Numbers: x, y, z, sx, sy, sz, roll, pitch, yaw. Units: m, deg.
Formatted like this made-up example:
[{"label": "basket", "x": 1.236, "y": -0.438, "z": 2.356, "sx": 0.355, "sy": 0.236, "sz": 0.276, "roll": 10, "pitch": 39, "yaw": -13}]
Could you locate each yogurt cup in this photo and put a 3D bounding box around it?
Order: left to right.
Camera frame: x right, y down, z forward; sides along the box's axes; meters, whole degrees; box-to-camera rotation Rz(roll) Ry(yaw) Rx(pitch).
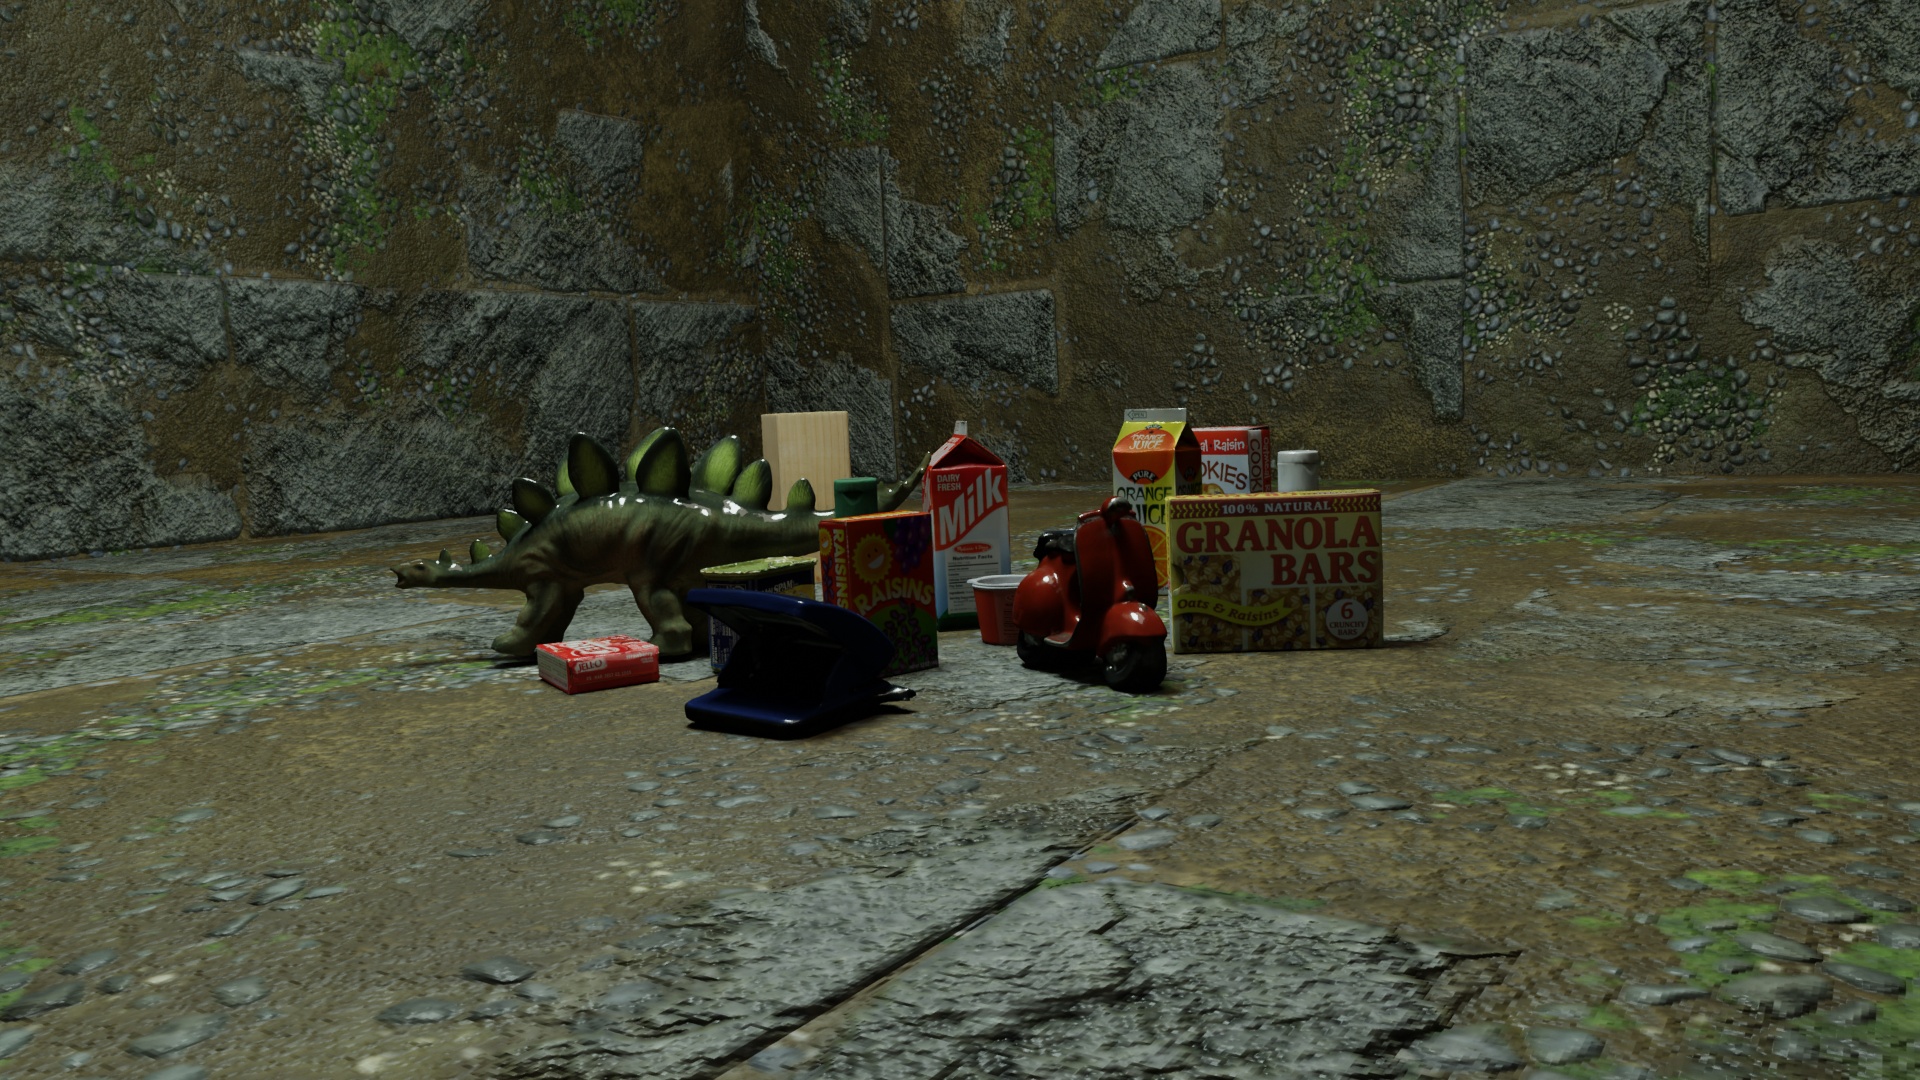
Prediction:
[{"label": "yogurt cup", "x": 0.045, "y": 0.060, "z": 1.197, "sx": 0.072, "sy": 0.054, "sz": 0.072, "roll": -3, "pitch": 5, "yaw": 0}]

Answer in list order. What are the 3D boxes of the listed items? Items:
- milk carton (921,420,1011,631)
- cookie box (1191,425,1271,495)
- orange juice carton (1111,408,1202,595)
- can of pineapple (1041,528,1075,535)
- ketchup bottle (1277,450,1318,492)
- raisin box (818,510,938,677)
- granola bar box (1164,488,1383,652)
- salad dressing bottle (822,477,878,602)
[{"label": "milk carton", "x": 0.005, "y": -0.016, "z": 1.294, "sx": 0.073, "sy": 0.190, "sz": 0.072, "roll": -3, "pitch": 5, "yaw": -9}, {"label": "cookie box", "x": 0.291, "y": -0.044, "z": 1.563, "sx": 0.040, "sy": 0.167, "sz": 0.123, "roll": -6, "pitch": 6, "yaw": -38}, {"label": "orange juice carton", "x": 0.208, "y": -0.042, "z": 1.455, "sx": 0.072, "sy": 0.192, "sz": 0.073, "roll": 0, "pitch": 6, "yaw": 32}, {"label": "can of pineapple", "x": 0.125, "y": 0.018, "z": 1.575, "sx": 0.071, "sy": 0.057, "sz": 0.071, "roll": -3, "pitch": 5, "yaw": 0}, {"label": "ketchup bottle", "x": 0.311, "y": -0.008, "z": 1.277, "sx": 0.065, "sy": 0.148, "sz": 0.043, "roll": -5, "pitch": 5, "yaw": -28}, {"label": "raisin box", "x": -0.062, "y": 0.042, "z": 1.076, "sx": 0.086, "sy": 0.123, "sz": 0.040, "roll": -7, "pitch": 6, "yaw": -39}, {"label": "granola bar box", "x": 0.248, "y": 0.024, "z": 1.102, "sx": 0.165, "sy": 0.124, "sz": 0.039, "roll": -2, "pitch": 5, "yaw": 6}, {"label": "salad dressing bottle", "x": -0.086, "y": 0.021, "z": 1.172, "sx": 0.064, "sy": 0.147, "sz": 0.044, "roll": -2, "pitch": 5, "yaw": 4}]
